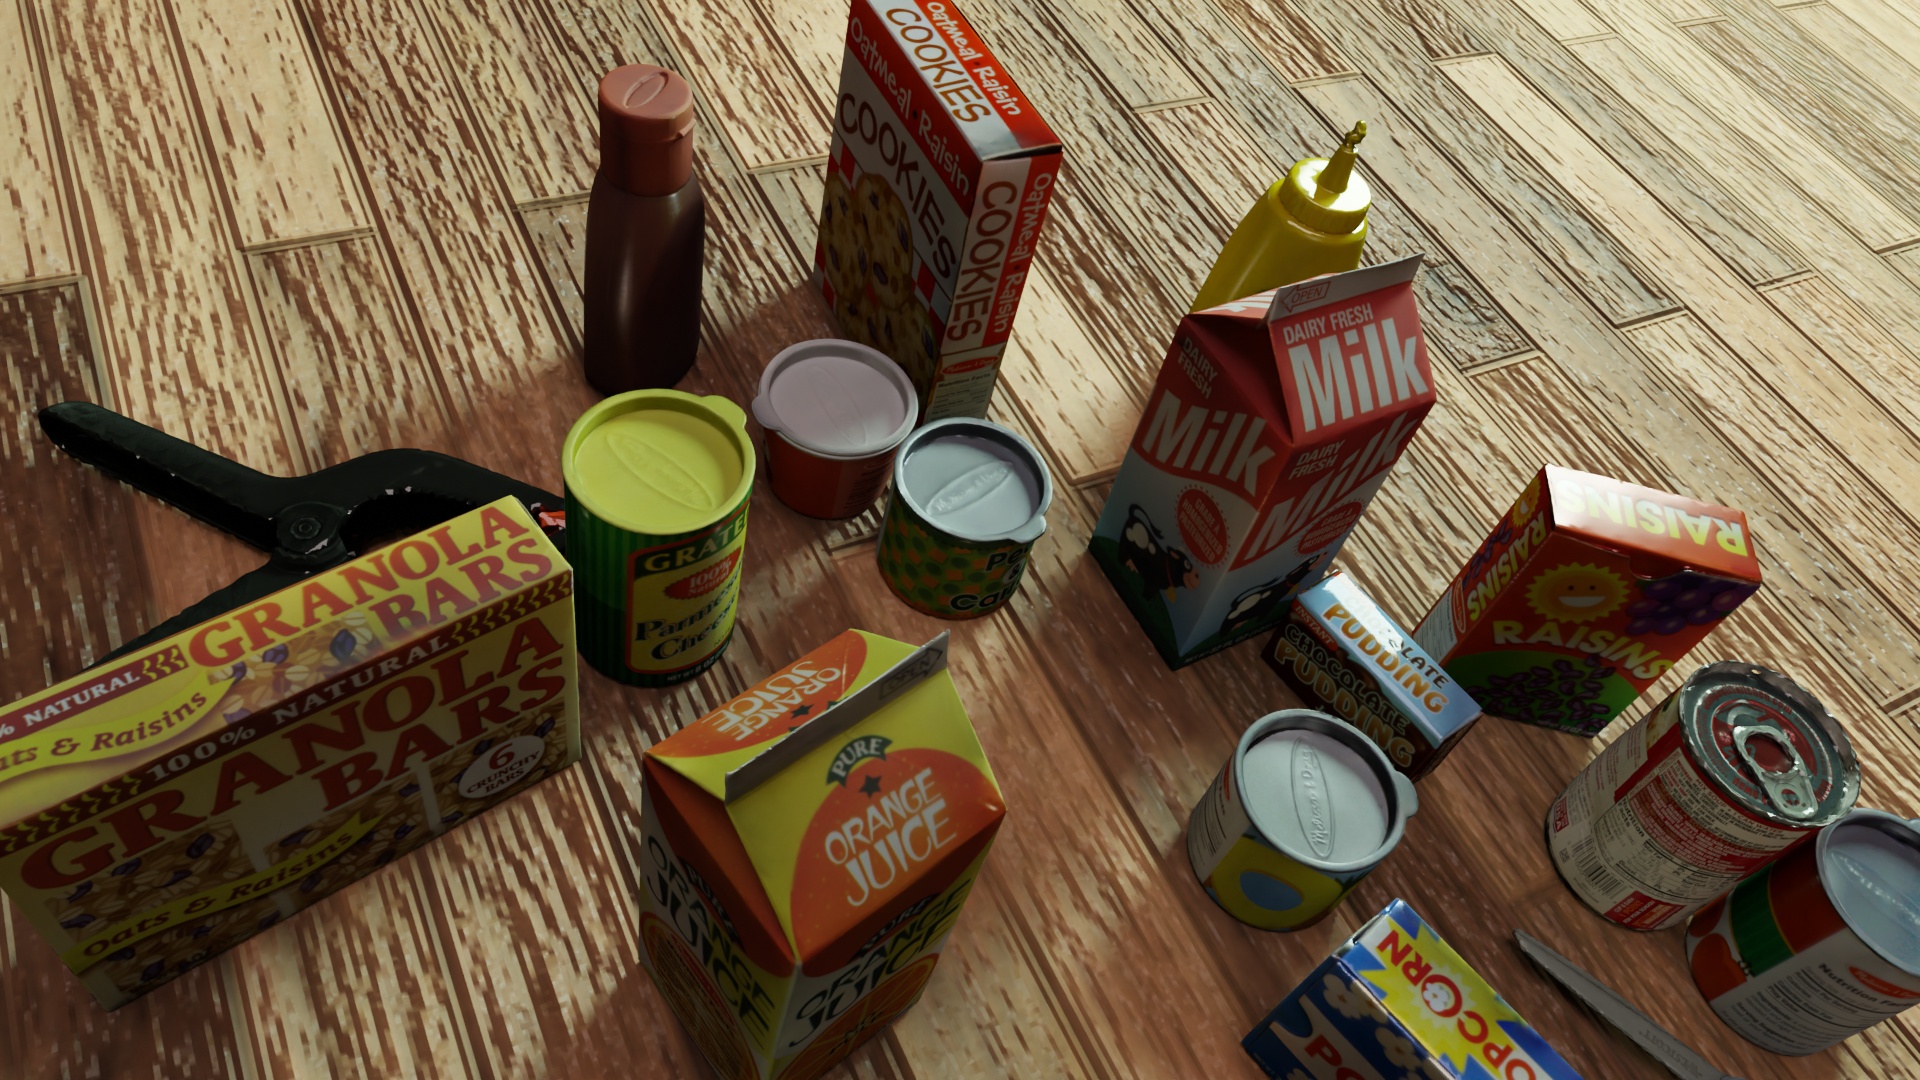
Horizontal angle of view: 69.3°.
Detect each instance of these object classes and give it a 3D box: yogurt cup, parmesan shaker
[{"bbox_3d":[-0.056,-0.046,0.606,0.072,0.053,0.073,7,51,-8],"label":"yogurt cup"},{"bbox_3d":[-0.112,0.001,0.524,0.071,0.102,0.072,7,51,-8],"label":"parmesan shaker"}]

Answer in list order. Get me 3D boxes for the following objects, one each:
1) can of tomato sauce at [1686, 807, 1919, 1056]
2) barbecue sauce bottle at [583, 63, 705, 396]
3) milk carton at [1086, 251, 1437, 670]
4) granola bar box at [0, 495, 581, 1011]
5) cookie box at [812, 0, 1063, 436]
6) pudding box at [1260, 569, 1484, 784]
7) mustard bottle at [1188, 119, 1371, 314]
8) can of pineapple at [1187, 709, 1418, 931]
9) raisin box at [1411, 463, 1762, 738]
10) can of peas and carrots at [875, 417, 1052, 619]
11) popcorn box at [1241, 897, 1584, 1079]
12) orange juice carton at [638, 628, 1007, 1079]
[{"bbox_3d":[0.330,0.148,0.527,0.071,0.082,0.071,7,51,-8],"label":"can of tomato sauce"},{"bbox_3d":[-0.134,-0.129,0.592,0.044,0.147,0.065,25,51,6],"label":"barbecue sauce bottle"},{"bbox_3d":[0.120,-0.036,0.553,0.072,0.189,0.073,-18,59,-25],"label":"milk carton"},{"bbox_3d":[-0.204,0.066,0.437,0.166,0.123,0.039,-28,63,-30],"label":"granola bar box"},{"bbox_3d":[-0.016,-0.143,0.619,0.040,0.166,0.123,-16,58,-24],"label":"cookie box"},{"bbox_3d":[0.170,0.059,0.581,0.030,0.049,0.084,-26,62,-29],"label":"pudding box"},{"bbox_3d":[0.154,-0.128,0.653,0.065,0.159,0.049,4,52,-11],"label":"mustard bottle"},{"bbox_3d":[0.127,0.107,0.527,0.071,0.057,0.071,7,51,-8],"label":"can of pineapple"},{"bbox_3d":[0.253,0.029,0.577,0.086,0.122,0.040,14,51,-2],"label":"raisin box"},{"bbox_3d":[0.002,-0.007,0.587,0.071,0.058,0.071,7,51,-8],"label":"can of peas and carrots"},{"bbox_3d":[0.162,0.190,0.453,0.038,0.084,0.127,-31,65,-31],"label":"popcorn box"},{"bbox_3d":[-0.045,0.096,0.408,0.072,0.191,0.073,-30,64,-31],"label":"orange juice carton"}]
